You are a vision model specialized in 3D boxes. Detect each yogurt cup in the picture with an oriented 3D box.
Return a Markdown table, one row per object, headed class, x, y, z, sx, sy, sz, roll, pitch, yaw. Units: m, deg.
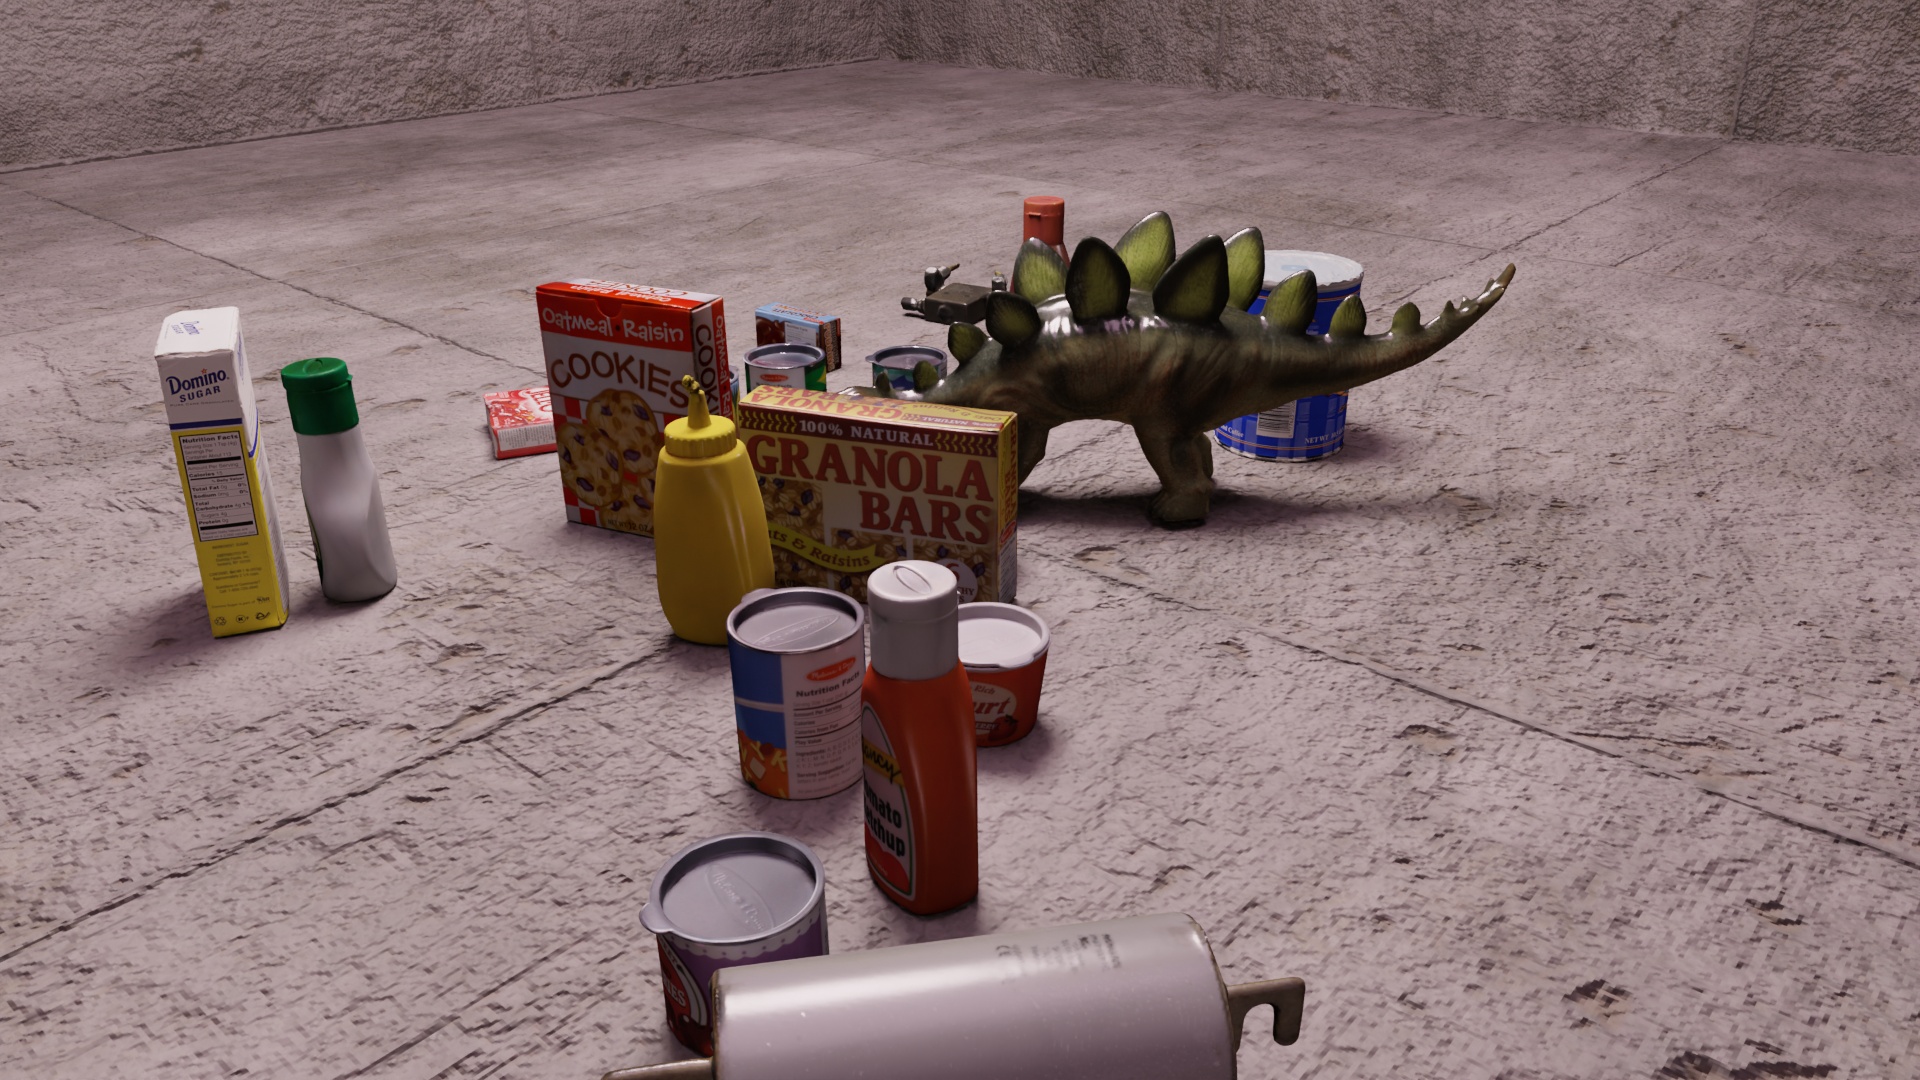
| class | x | y | z | sx | sy | sz | roll | pitch | yaw |
| --- | --- | --- | --- | --- | --- | --- | --- | --- | --- |
| yogurt cup | 0.013 | 0.070 | 0.723 | 0.072 | 0.053 | 0.073 | 0 | 25 | 0 |

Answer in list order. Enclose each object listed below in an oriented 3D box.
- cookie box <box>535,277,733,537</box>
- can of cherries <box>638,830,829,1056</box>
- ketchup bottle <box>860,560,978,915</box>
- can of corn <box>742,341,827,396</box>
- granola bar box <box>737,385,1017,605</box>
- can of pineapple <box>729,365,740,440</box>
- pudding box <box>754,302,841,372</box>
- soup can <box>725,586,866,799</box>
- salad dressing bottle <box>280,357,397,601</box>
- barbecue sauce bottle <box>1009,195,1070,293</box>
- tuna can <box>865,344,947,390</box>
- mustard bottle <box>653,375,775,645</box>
| class | x | y | z | sx | sy | sz | roll | pitch | yaw |
| --- | --- | --- | --- | --- | --- | --- | --- | --- | --- |
| cookie box | -0.213 | -0.085 | 0.924 | 0.123 | 0.166 | 0.040 | 10 | 27 | 22 |
| can of cherries | -0.086 | 0.156 | 0.537 | 0.071 | 0.058 | 0.072 | 0 | 25 | 0 |
| ketchup bottle | -0.018 | 0.082 | 0.588 | 0.044 | 0.148 | 0.065 | -14 | 28 | -26 |
| can of corn | -0.141 | -0.125 | 1.134 | 0.071 | 0.058 | 0.071 | 0 | 25 | 0 |
| granola bar box | -0.050 | -0.023 | 0.840 | 0.165 | 0.123 | 0.039 | 8 | 26 | 17 |
| can of pineapple | -0.202 | -0.101 | 1.086 | 0.071 | 0.057 | 0.071 | 0 | 25 | 0 |
| pudding box | -0.149 | -0.186 | 1.275 | 0.084 | 0.049 | 0.030 | 18 | 30 | 33 |
| soup can | -0.080 | 0.073 | 0.683 | 0.071 | 0.083 | 0.071 | 0 | 25 | 0 |
| salad dressing bottle | -0.379 | -0.037 | 0.847 | 0.044 | 0.147 | 0.064 | -7 | 26 | -14 |
| barbecue sauce bottle | 0.074 | -0.235 | 1.258 | 0.065 | 0.147 | 0.044 | 14 | 28 | 28 |
| tuna can | -0.047 | -0.144 | 1.203 | 0.071 | 0.032 | 0.071 | 0 | 25 | 0 |
| mustard bottle | -0.143 | -0.019 | 0.791 | 0.065 | 0.159 | 0.049 | 5 | 25 | 11 |
